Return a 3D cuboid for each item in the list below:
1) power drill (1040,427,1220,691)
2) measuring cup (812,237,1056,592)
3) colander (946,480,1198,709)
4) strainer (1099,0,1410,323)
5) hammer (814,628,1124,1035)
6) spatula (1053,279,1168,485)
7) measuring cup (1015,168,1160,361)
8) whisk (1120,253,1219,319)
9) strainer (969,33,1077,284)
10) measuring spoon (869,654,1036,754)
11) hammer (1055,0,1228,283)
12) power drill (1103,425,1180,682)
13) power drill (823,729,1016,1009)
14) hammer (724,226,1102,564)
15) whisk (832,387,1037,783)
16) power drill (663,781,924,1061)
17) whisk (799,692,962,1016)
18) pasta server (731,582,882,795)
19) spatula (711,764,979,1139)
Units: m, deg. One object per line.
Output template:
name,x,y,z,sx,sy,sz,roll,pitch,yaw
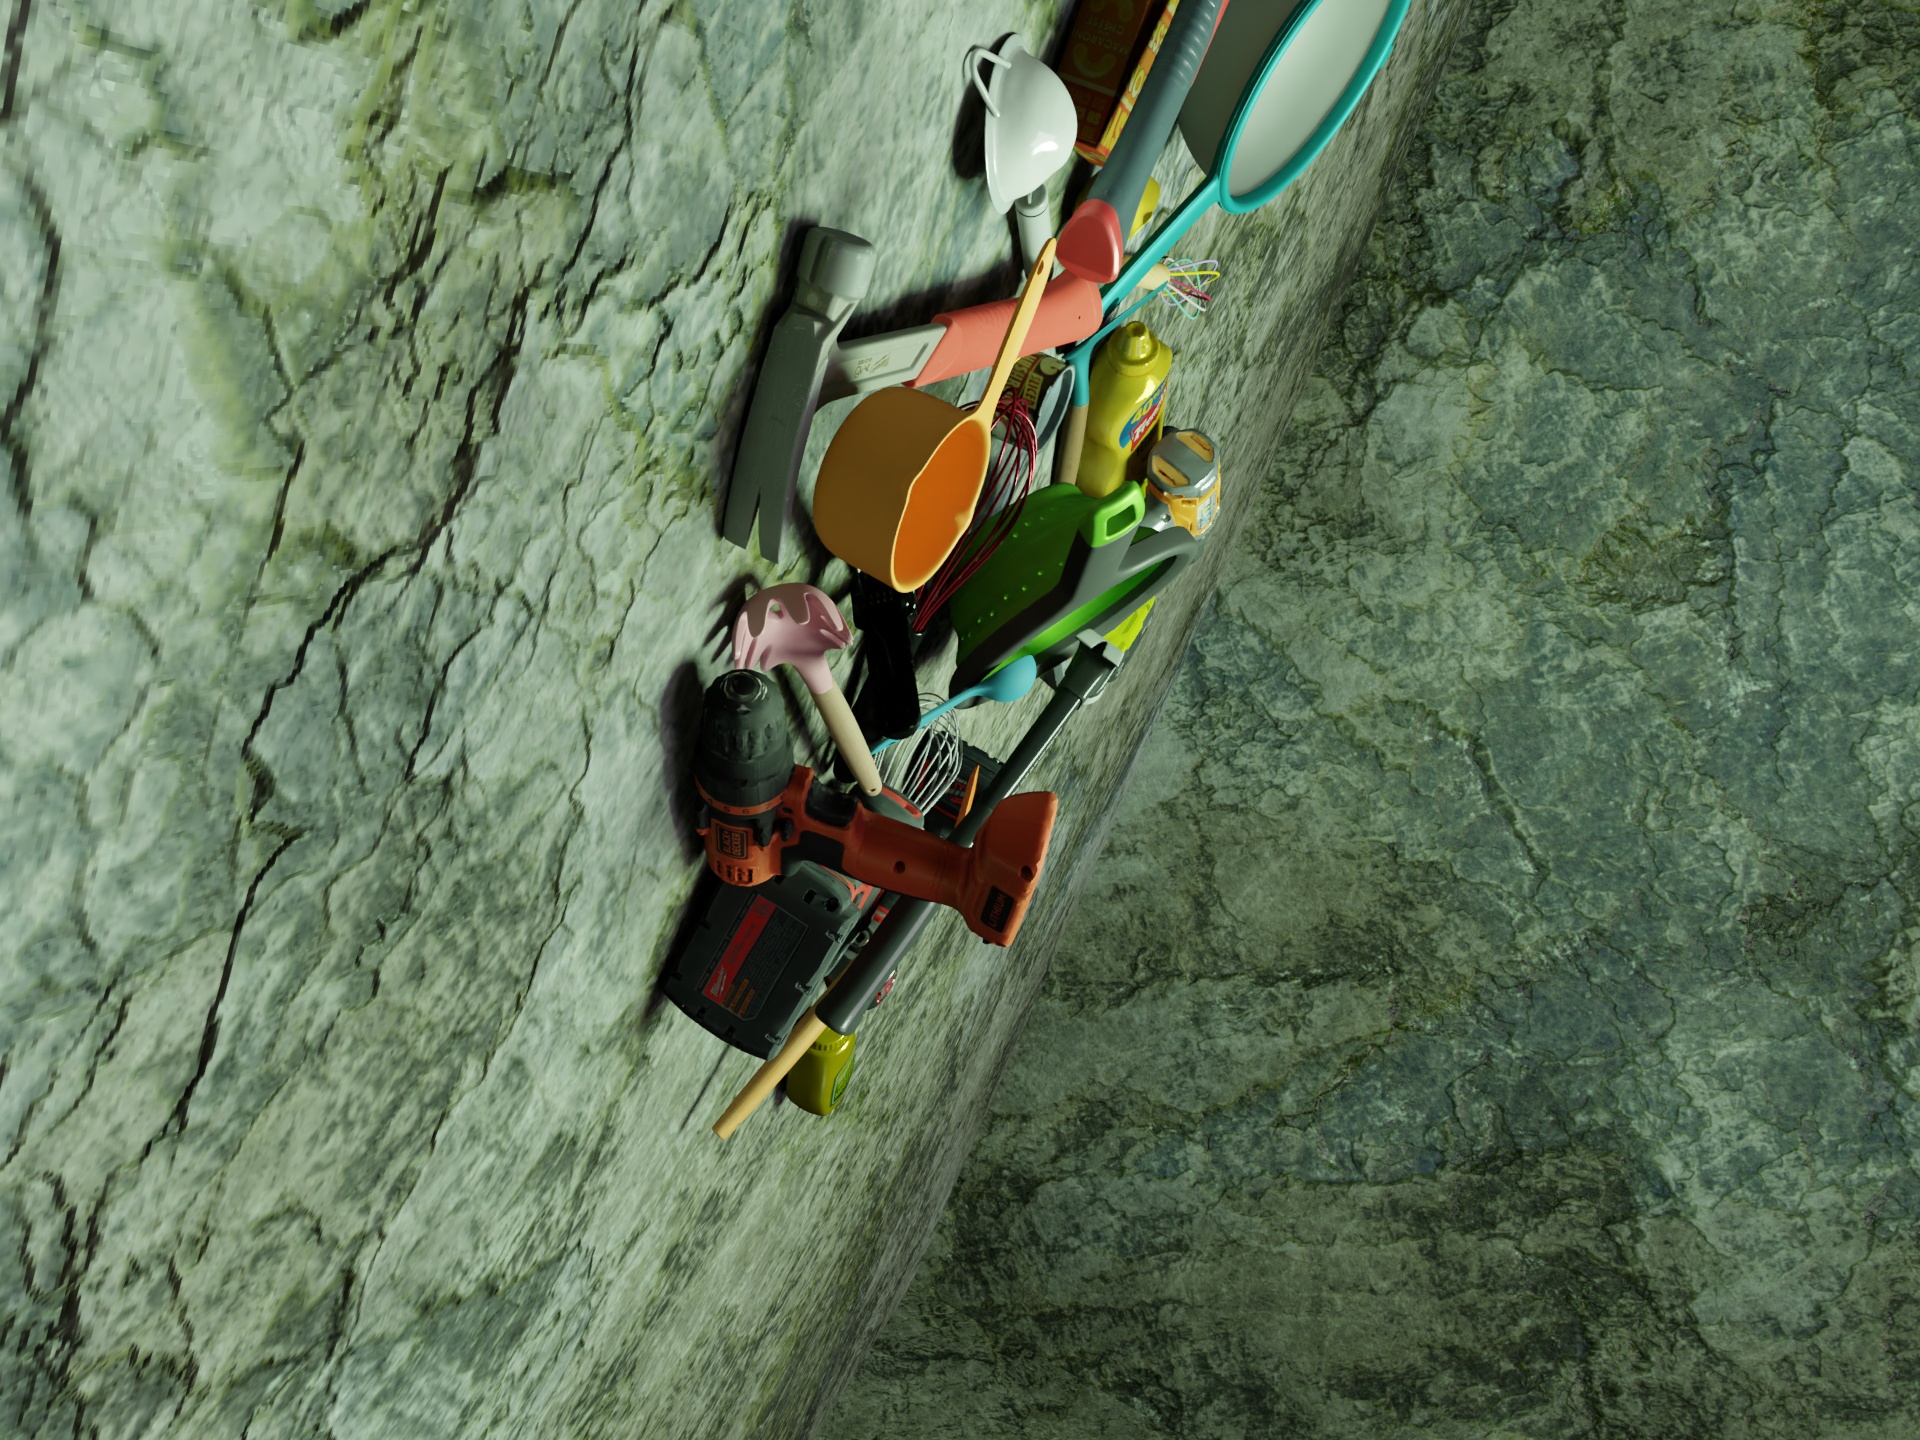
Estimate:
power drill,0.137,-0.130,1.376,0.226,0.084,0.185,-45,162,-8
measuring cup,-0.012,-0.147,0.728,0.173,0.052,0.095,-66,164,4
colander,0.059,-0.113,1.034,0.204,0.094,0.397,-32,173,-6
strainer,0.173,-0.421,1.103,0.340,0.095,0.211,-48,166,-1
hammer,0.009,0.075,1.102,0.335,0.035,0.146,-53,175,-12
spatula,0.096,-0.227,1.242,0.082,0.044,0.317,-40,161,-21
measuring cup,0.066,-0.290,1.009,0.156,0.029,0.062,-52,-148,0
whisk,0.161,-0.354,1.282,0.245,0.047,0.051,-27,129,-65
strainer,0.041,-0.293,0.876,0.258,0.050,0.087,54,47,-81
measuring spoon,-0.002,-0.003,1.042,0.128,0.021,0.042,-30,172,-16
hammer,0.147,-0.417,0.879,0.143,0.038,0.386,34,80,-79
power drill,0.160,-0.166,1.575,0.191,0.080,0.228,-55,162,-36
power drill,-0.040,0.126,1.289,0.220,0.078,0.143,-58,170,-20
hammer,-0.005,-0.190,0.841,0.359,0.037,0.149,-36,150,-59
whisk,-0.025,-0.076,0.996,0.295,0.073,0.073,-65,170,30
power drill,-0.108,0.141,1.030,0.188,0.080,0.227,-59,174,13
whisk,-0.075,0.106,1.168,0.284,0.070,0.070,-63,169,16
pasta server,-0.074,-0.005,0.910,0.316,0.060,0.040,73,1,-68
spatula,-0.075,0.170,1.163,0.322,0.041,0.081,-49,170,-14
